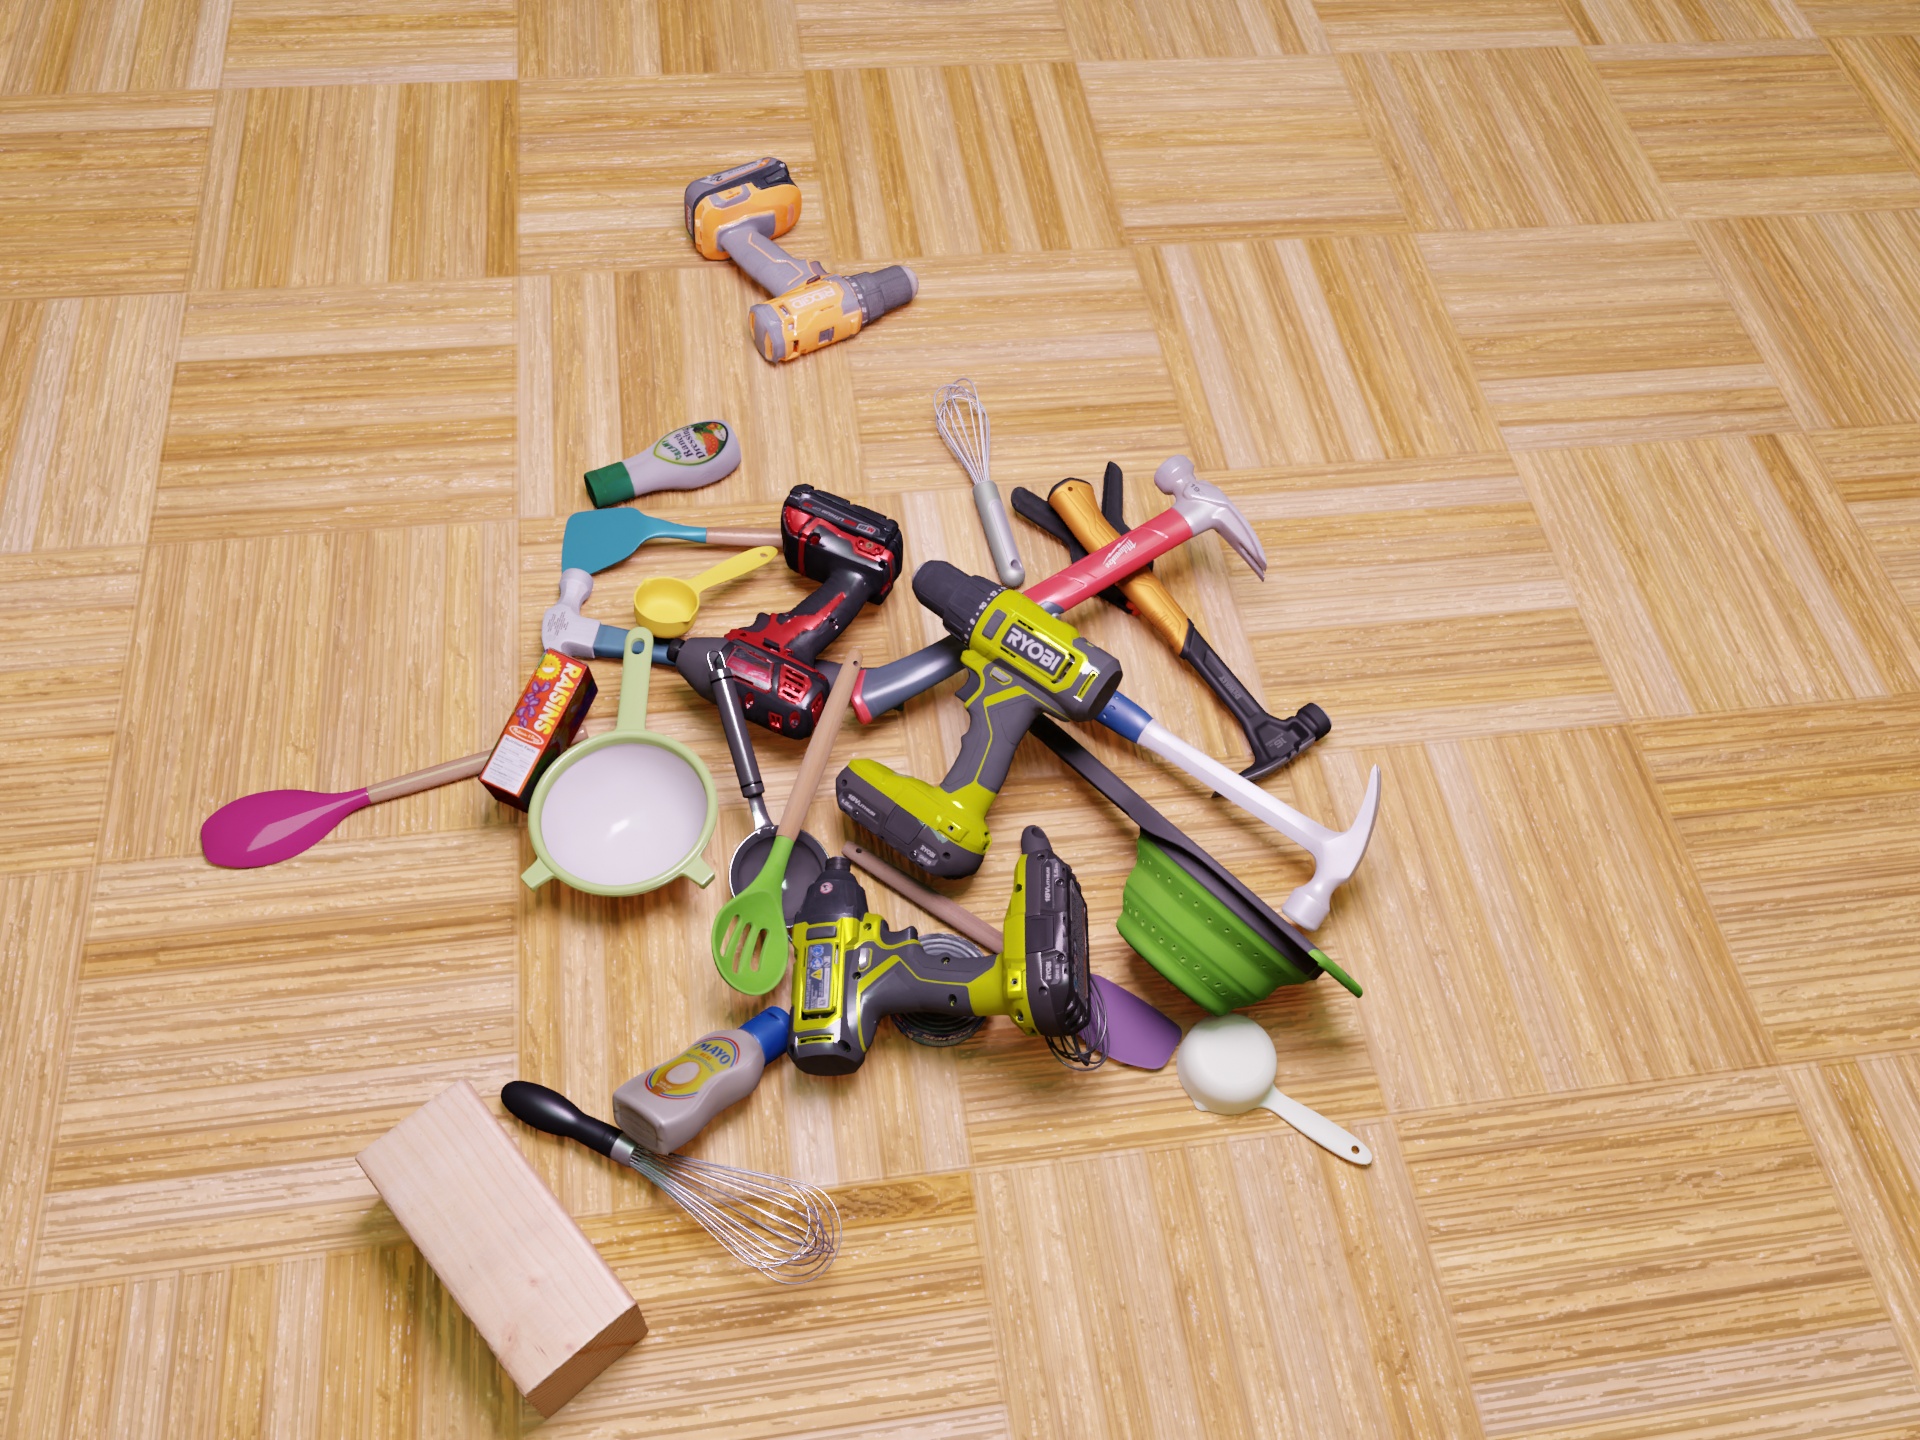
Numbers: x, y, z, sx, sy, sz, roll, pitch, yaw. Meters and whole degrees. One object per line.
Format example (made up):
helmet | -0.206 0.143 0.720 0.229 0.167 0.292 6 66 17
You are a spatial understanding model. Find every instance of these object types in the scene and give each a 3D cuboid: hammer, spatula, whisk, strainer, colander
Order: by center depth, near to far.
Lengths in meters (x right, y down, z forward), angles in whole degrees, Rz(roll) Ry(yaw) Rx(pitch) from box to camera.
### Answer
whisk | -0.215 0.326 1.161 0.285 0.070 0.070 22 58 14
whisk | 0.076 0.175 1.270 0.055 0.055 0.239 -4 45 -8
spatula | 0.034 0.185 1.290 0.316 0.018 0.060 31 56 14
colander | 0.142 0.119 1.290 0.094 0.204 0.398 -49 51 2
strainer | -0.166 0.064 1.299 0.087 0.050 0.258 -15 85 -22
strainer | -0.273 0.042 1.327 0.151 0.069 0.257 -1 57 -2
hammer | 0.172 0.010 1.370 0.406 0.035 0.144 34 91 24
hammer | 0.081 -0.093 1.395 0.386 0.038 0.143 -31 64 -11
hammer | -0.210 -0.054 1.416 0.331 0.033 0.128 9 56 1
hammer | 0.183 -0.088 1.441 0.127 0.034 0.337 -31 72 -19
spatula | -0.213 -0.168 1.497 0.317 0.044 0.082 1 57 -9
whisk | 0.022 -0.233 1.544 0.057 0.059 0.247 4 57 -35

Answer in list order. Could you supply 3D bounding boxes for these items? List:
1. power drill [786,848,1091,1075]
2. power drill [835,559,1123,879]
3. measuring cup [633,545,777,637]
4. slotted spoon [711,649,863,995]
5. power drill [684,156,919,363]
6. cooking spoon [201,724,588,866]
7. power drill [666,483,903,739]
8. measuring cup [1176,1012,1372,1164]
power drill | -0.019 0.172 1.206 0.223 0.080 0.171 -8 57 14
power drill | -0.002 -0.004 1.305 0.191 0.080 0.228 34 95 17
measuring cup | -0.226 -0.118 1.430 0.062 0.029 0.156 42 50 21
slotted spoon | -0.131 0.075 1.278 0.070 0.031 0.314 33 59 -26
power drill | -0.168 -0.489 1.675 0.185 0.084 0.226 -26 67 -20
cooking spoon | -0.470 0.055 1.333 0.319 0.017 0.069 -17 63 -15
power drill | -0.150 -0.095 1.387 0.143 0.078 0.220 23 60 10
measuring cup | 0.246 0.287 1.228 0.168 0.038 0.083 31 60 17
